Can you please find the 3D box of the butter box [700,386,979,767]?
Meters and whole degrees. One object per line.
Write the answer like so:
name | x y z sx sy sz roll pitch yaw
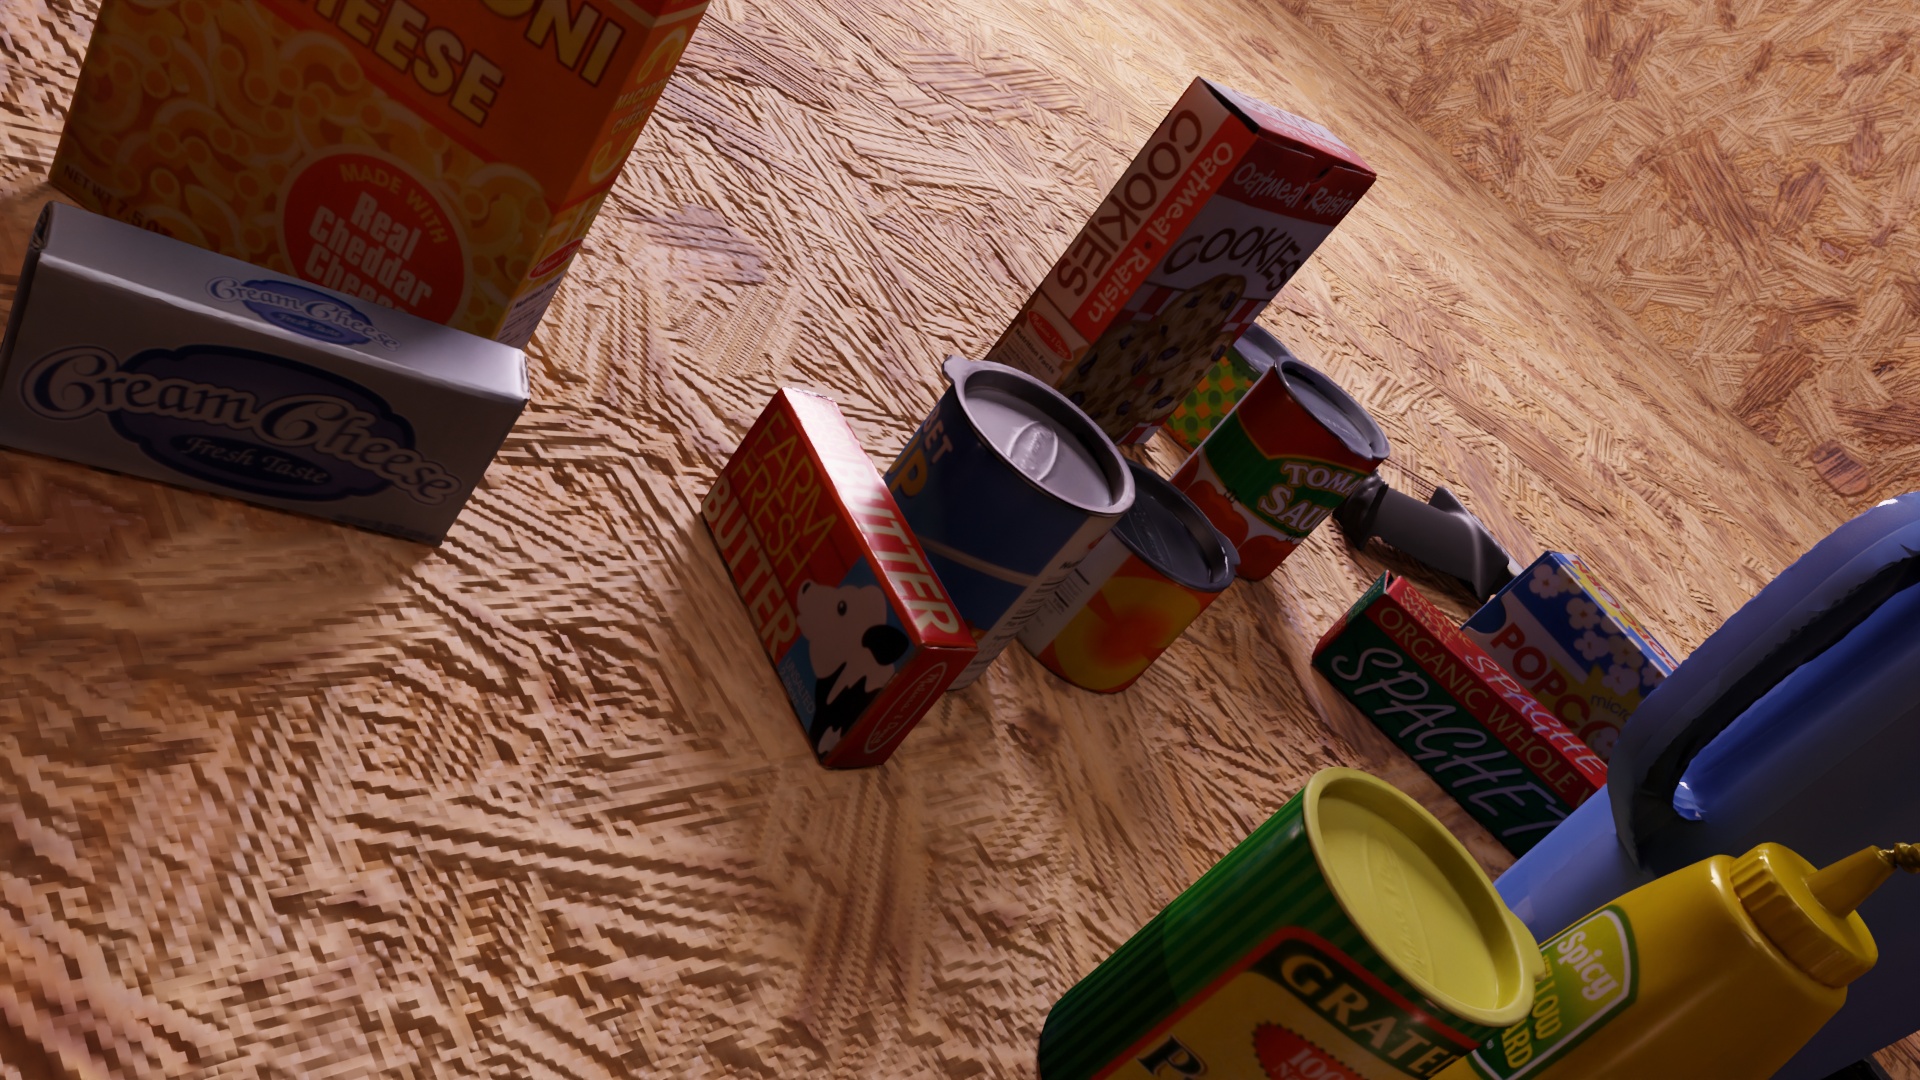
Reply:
butter box | -0.038 0.009 0.402 0.024 0.053 0.104 7 42 -44

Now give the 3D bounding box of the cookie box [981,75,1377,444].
cookie box | 0.091 -0.111 0.602 0.123 0.166 0.040 -7 53 -53

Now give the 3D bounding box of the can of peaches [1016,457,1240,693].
can of peaches | 0.056 0.013 0.499 0.071 0.057 0.071 29 30 -18

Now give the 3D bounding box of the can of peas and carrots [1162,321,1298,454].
can of peas and carrots | 0.139 -0.080 0.725 0.071 0.058 0.071 29 30 -18

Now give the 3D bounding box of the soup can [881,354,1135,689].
soup can | 0.002 -0.005 0.436 0.071 0.083 0.072 29 30 -18

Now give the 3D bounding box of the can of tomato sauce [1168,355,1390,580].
can of tomato sauce | 0.144 -0.031 0.636 0.071 0.082 0.071 29 30 -18

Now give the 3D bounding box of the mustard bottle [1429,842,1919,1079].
mustard bottle | 0.205 0.129 0.400 0.049 0.159 0.065 36 29 -6

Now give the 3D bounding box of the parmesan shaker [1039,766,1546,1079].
parmesan shaker | 0.076 0.113 0.334 0.071 0.102 0.072 29 30 -19

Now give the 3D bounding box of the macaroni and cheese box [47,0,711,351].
macaroni and cheese box | -0.145 -0.126 0.353 0.123 0.165 0.040 35 29 -7

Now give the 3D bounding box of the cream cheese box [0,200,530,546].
cream cheese box | -0.161 -0.034 0.323 0.104 0.053 0.024 17 36 -35

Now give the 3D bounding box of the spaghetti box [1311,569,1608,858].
spaghetti box | 0.258 0.117 0.592 0.250 0.050 0.029 44 29 10

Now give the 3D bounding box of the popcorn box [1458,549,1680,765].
popcorn box | 0.293 0.079 0.650 0.038 0.085 0.127 3 45 -48
